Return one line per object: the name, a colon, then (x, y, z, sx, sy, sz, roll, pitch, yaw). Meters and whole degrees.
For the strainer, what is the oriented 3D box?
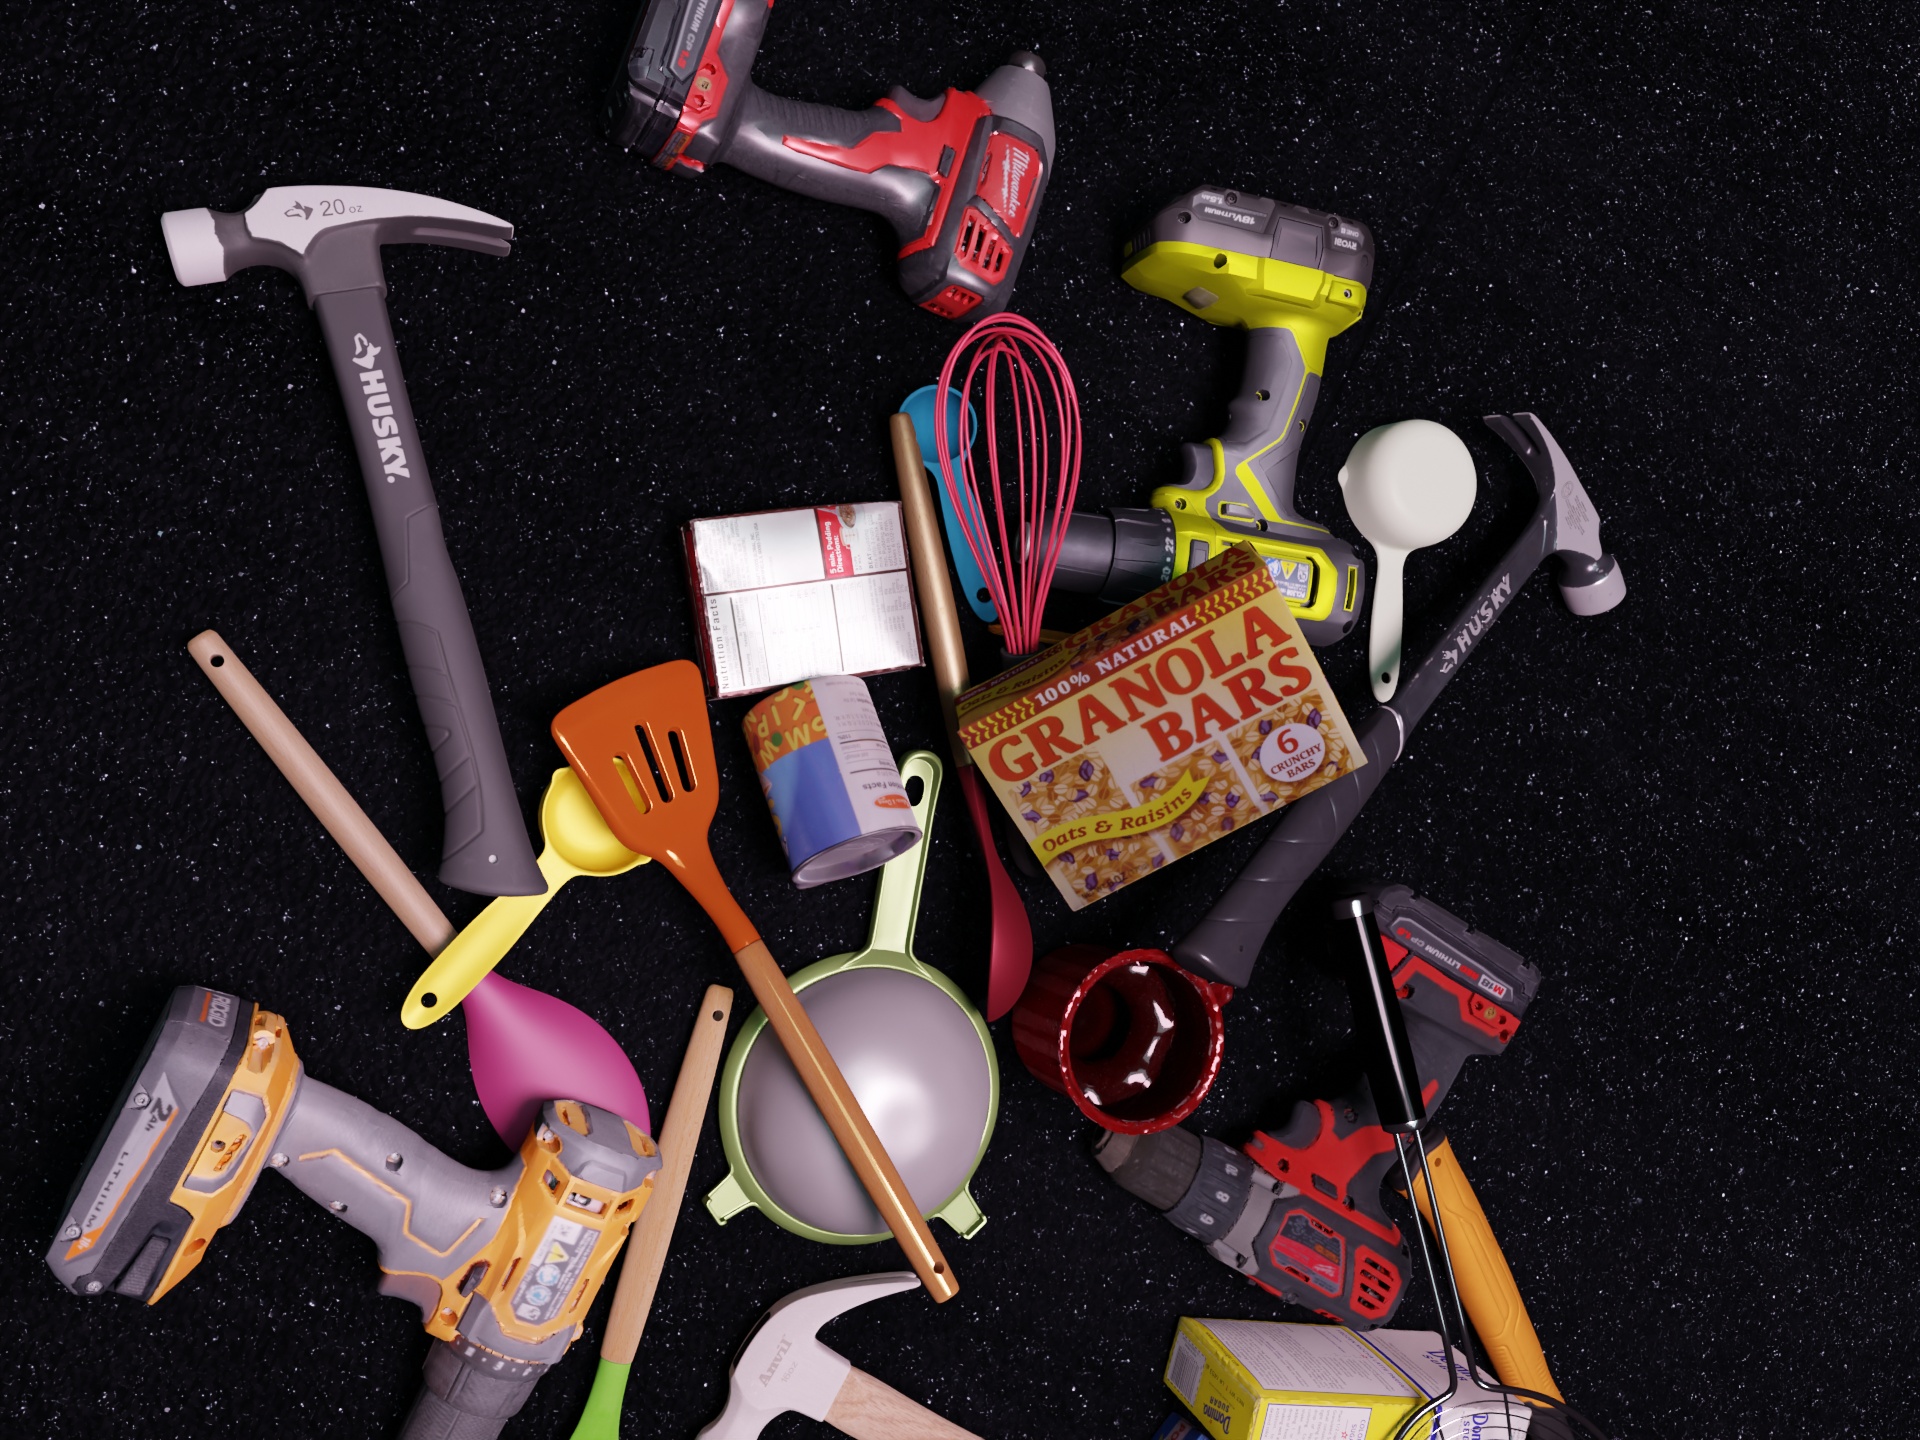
strainer: (-0.032, 0.142, 0.796, 0.151, 0.069, 0.256, 11, 87, -20)

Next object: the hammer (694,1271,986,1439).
hammer: (0.034, 0.393, 0.810, 0.331, 0.031, 0.130, 32, 77, -7)

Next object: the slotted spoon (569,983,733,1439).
slotted spoon: (-0.157, 0.283, 0.769, 0.070, 0.031, 0.314, 19, 80, -25)

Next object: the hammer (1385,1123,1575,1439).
hammer: (0.344, 0.387, 0.956, 0.127, 0.034, 0.337, -29, 99, -18)

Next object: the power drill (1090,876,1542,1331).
power drill: (0.195, 0.198, 0.877, 0.188, 0.080, 0.227, 31, 82, -7)

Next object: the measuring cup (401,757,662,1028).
measuring cup: (-0.206, 0.081, 0.750, 0.062, 0.029, 0.156, 46, 73, -15)

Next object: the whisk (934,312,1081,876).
whisk: (0.031, -0.054, 0.802, 0.073, 0.073, 0.295, -13, 112, -21)

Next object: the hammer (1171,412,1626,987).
hammer: (0.242, -0.009, 0.869, 0.409, 0.036, 0.149, -46, 119, -26)

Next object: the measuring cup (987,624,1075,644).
measuring cup: (0.096, -0.013, 0.854, 0.173, 0.095, 0.052, 11, 107, 1)

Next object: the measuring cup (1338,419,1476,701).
measuring cup: (0.262, -0.094, 0.929, 0.083, 0.038, 0.167, 8, 84, -21)

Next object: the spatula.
spatula: (-0.085, 0.125, 0.742, 0.081, 0.041, 0.323, -27, 82, -34)

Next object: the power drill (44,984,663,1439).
power drill: (-0.269, 0.234, 0.699, 0.226, 0.084, 0.185, 27, 89, -23)

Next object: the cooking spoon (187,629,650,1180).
cooking spoon: (-0.251, 0.091, 0.740, 0.069, 0.017, 0.318, -38, 103, -18)

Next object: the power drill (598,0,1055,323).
power drill: (-0.054, -0.306, 0.795, 0.219, 0.078, 0.143, 21, 82, -22)

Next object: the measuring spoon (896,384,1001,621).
measuring spoon: (-0.001, -0.115, 0.844, 0.042, 0.021, 0.128, -15, 104, 5)

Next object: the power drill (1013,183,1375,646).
power drill: (0.132, -0.161, 0.863, 0.190, 0.080, 0.228, 8, 88, -16)

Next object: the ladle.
ladle: (-0.001, -0.003, 0.817, 0.031, 0.069, 0.315, -11, 90, 2)

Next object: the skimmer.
skimmer: (0.242, 0.267, 0.794, 0.127, 0.090, 0.363, -13, 87, 6)

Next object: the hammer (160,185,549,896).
hammer: (-0.243, -0.080, 0.722, 0.146, 0.035, 0.335, -15, 88, -21)
